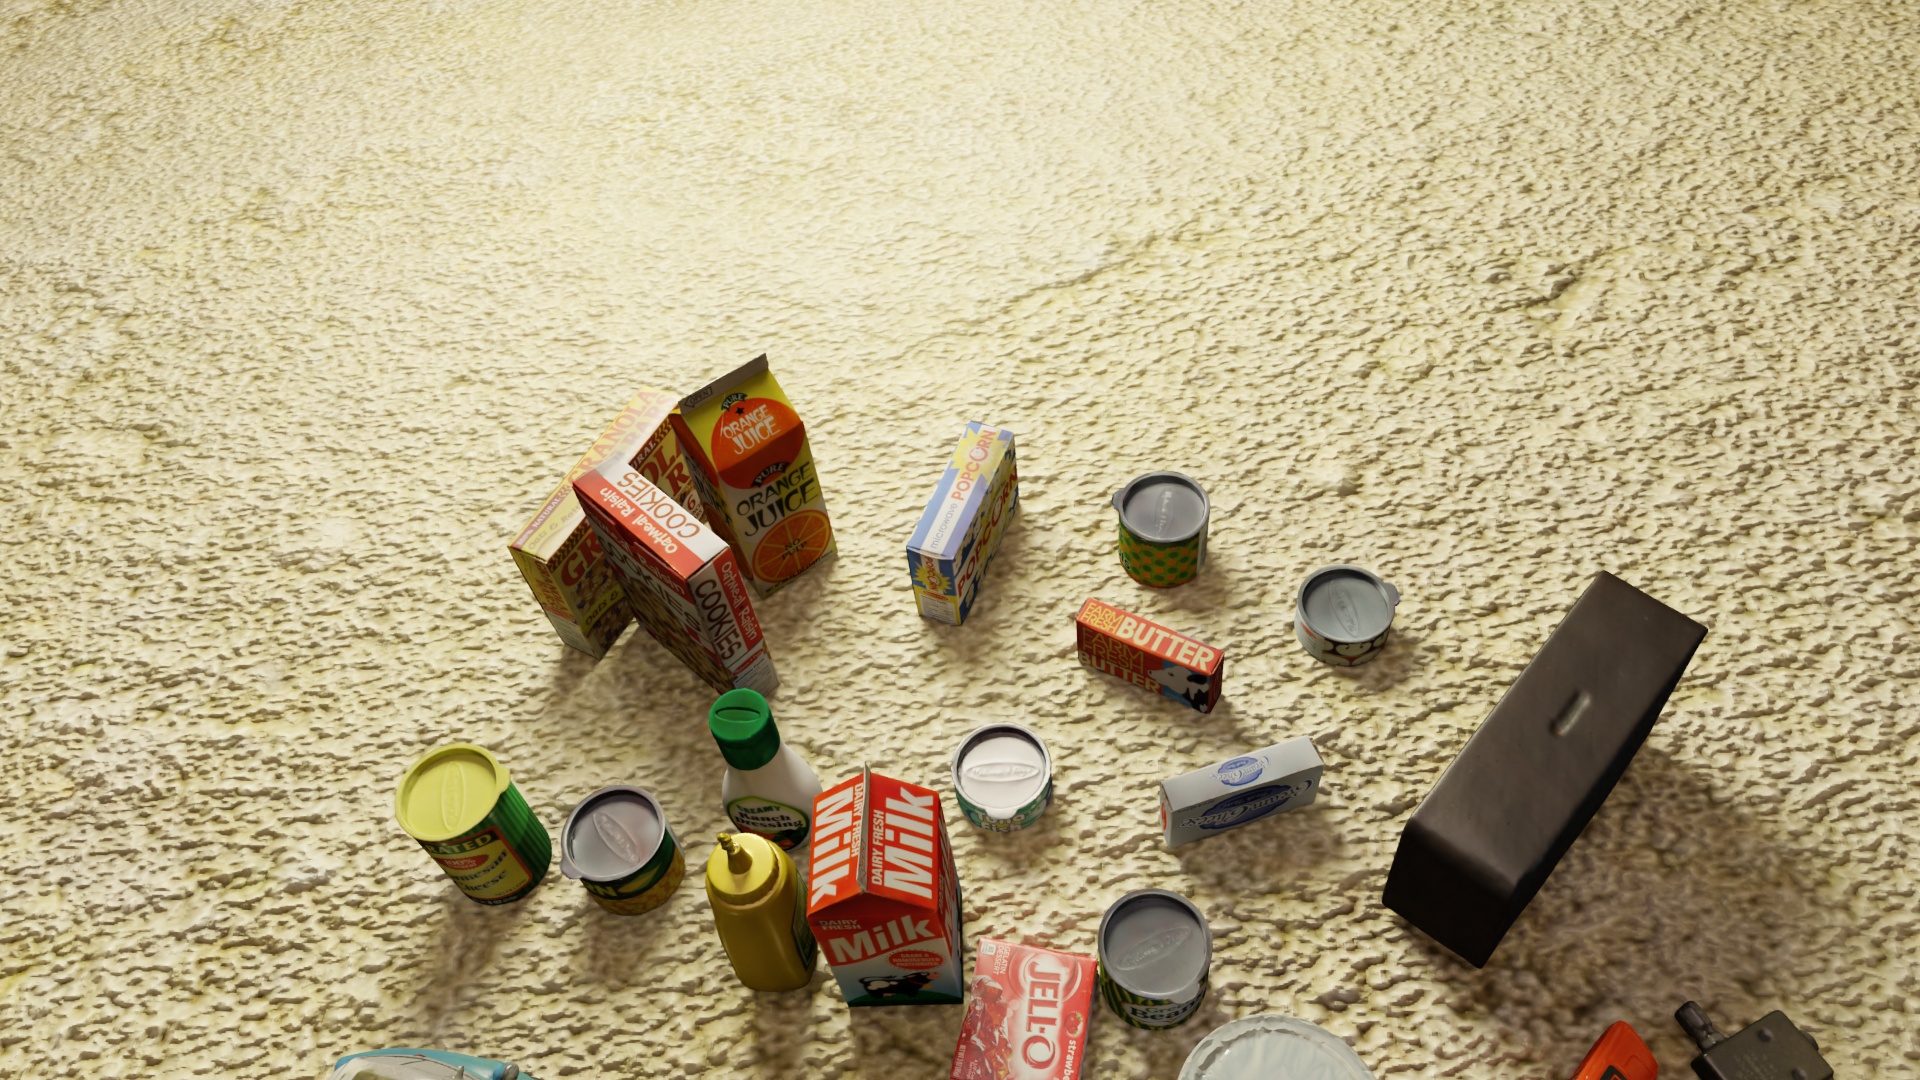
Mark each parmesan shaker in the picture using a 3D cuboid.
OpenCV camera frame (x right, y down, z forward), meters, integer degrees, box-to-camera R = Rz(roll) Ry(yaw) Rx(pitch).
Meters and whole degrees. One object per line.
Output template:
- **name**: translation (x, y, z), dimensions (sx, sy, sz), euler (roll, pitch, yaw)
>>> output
- **parmesan shaker**: translation (-0.306, 0.184, 0.890), dimensions (0.071, 0.102, 0.072), euler (-3, 52, 4)

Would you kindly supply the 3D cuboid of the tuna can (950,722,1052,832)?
- **tuna can**: translation (0.028, 0.159, 0.916), dimensions (0.071, 0.032, 0.071), euler (-3, 52, 4)

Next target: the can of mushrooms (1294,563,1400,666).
- **can of mushrooms**: translation (0.270, 0.052, 0.972), dimensions (0.071, 0.033, 0.071), euler (-3, 52, 4)

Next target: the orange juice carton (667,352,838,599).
- **orange juice carton**: translation (-0.150, -0.052, 0.999), dimensions (0.072, 0.191, 0.073), euler (-33, 56, -18)

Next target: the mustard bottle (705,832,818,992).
- **mustard bottle**: translation (-0.118, 0.211, 0.811), dimensions (0.049, 0.159, 0.065), euler (-4, 52, 4)

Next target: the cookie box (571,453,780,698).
- **cookie box**: translation (-0.193, 0.033, 0.954), dimensions (0.123, 0.166, 0.040), euler (35, 64, 28)

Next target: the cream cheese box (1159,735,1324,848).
- **cream cheese box**: translation (0.178, 0.160, 0.885), dimensions (0.104, 0.053, 0.024), euler (-16, 52, -6)

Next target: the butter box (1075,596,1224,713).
- **butter box**: translation (0.129, 0.079, 0.954), dimensions (0.103, 0.052, 0.024), euler (22, 58, 22)

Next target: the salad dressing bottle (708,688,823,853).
- **salad dressing bottle**: translation (-0.124, 0.146, 0.871), dimensions (0.064, 0.147, 0.044), euler (3, 53, 9)

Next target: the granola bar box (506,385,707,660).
- **granola bar box**: translation (-0.250, -0.014, 1.024), dimensions (0.039, 0.123, 0.166), euler (19, 57, 20)

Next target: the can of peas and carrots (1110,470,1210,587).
- **can of peas and carrots**: translation (0.146, -0.008, 1.016), dimensions (0.071, 0.058, 0.071), euler (-3, 52, 4)

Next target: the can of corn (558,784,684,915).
- **can of corn**: translation (-0.218, 0.202, 0.894), dimensions (0.071, 0.058, 0.071), euler (-3, 52, 4)

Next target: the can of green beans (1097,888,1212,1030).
- **can of green beans**: translation (0.114, 0.248, 0.821), dimensions (0.071, 0.057, 0.071), euler (-3, 52, 4)

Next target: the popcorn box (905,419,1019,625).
- **popcorn box**: translation (0.004, -0.013, 1.019), dimensions (0.038, 0.084, 0.127), euler (14, 55, 17)

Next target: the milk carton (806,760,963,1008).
- **milk carton**: translation (-0.042, 0.200, 0.792), dimensions (0.073, 0.189, 0.073), euler (-3, 52, 4)
